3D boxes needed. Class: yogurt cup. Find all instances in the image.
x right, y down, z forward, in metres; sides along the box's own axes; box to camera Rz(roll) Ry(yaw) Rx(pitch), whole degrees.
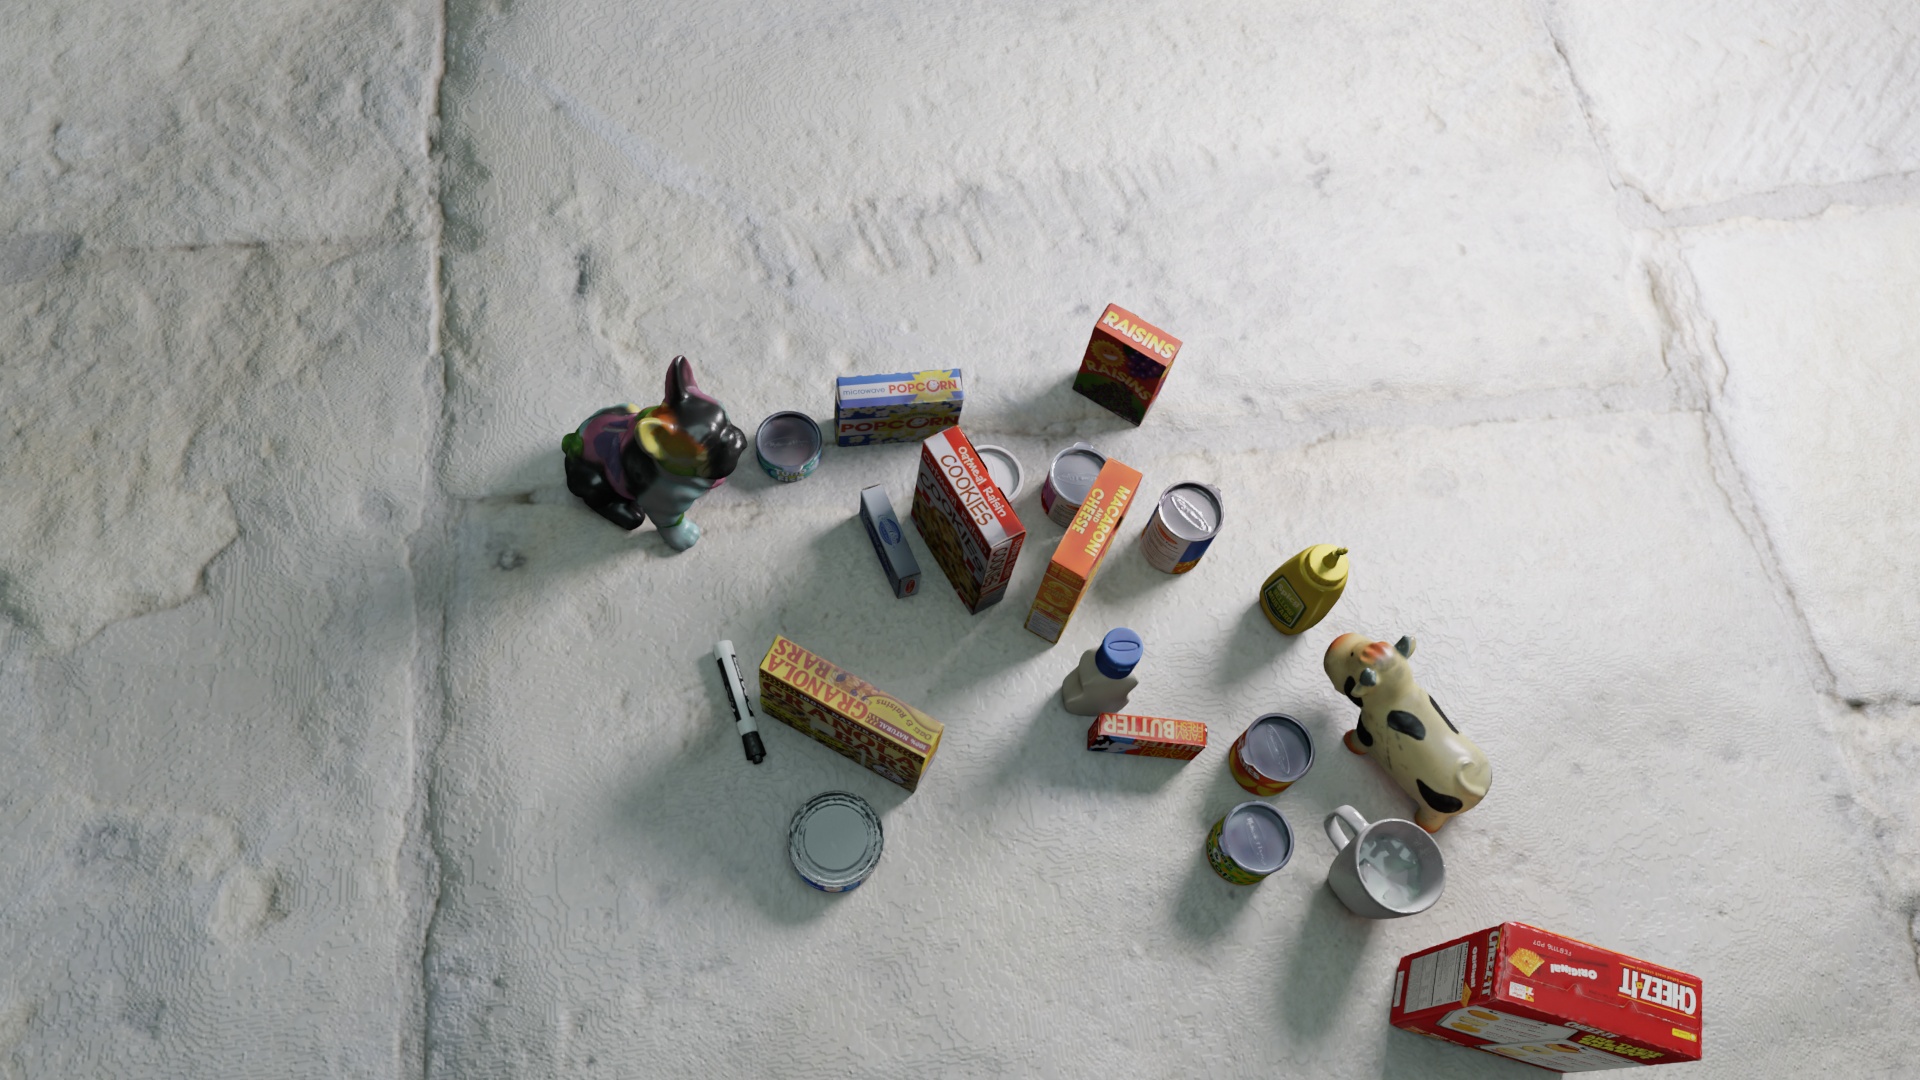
[{"bbox_3d":[0.026,-0.054,1.392,0.072,0.053,0.072,3,65,-5],"label":"yogurt cup"}]

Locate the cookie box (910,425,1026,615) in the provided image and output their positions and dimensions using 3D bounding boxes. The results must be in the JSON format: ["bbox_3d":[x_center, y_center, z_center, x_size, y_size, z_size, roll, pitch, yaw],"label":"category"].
[{"bbox_3d":[0.005,-0.016,1.309,0.040,0.166,0.123,-27,71,-17],"label":"cookie box"}]

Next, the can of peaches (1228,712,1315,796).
[{"bbox_3d":[0.289,0.202,1.301,0.071,0.057,0.071,3,65,-5],"label":"can of peaches"}]

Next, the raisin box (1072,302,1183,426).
[{"bbox_3d":[0.170,-0.180,1.428,0.086,0.123,0.040,31,66,8],"label":"raisin box"}]

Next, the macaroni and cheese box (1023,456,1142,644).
[{"bbox_3d":[0.115,0.013,1.309,0.040,0.165,0.124,28,66,6],"label":"macaroni and cheese box"}]

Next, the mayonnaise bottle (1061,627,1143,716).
[{"bbox_3d":[0.134,0.121,1.271,0.065,0.147,0.041,-1,66,-7],"label":"mayonnaise bottle"}]

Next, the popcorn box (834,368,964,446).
[{"bbox_3d":[-0.063,-0.134,1.401,0.127,0.085,0.038,-5,66,-9],"label":"popcorn box"}]

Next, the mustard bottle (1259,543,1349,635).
[{"bbox_3d":[0.334,0.039,1.326,0.049,0.159,0.065,-29,72,-18],"label":"mustard bottle"}]

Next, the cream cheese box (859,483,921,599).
[{"bbox_3d":[-0.070,0.001,1.355,0.024,0.053,0.104,-19,69,-15],"label":"cream cheese box"}]

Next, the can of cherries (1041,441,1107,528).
[{"bbox_3d":[0.118,-0.055,1.400,0.071,0.058,0.072,3,65,-5],"label":"can of cherries"}]

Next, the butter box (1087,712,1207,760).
[{"bbox_3d":[0.174,0.184,1.299,0.103,0.053,0.024,6,65,-4],"label":"butter box"}]

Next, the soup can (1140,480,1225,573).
[{"bbox_3d":[0.222,-0.014,1.379,0.071,0.083,0.071,3,65,-5],"label":"soup can"}]

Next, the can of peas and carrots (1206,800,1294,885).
[{"bbox_3d":[0.260,0.277,1.263,0.071,0.058,0.071,3,65,-5],"label":"can of peas and carrots"}]

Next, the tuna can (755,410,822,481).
[{"bbox_3d":[-0.172,-0.092,1.397,0.071,0.032,0.071,3,65,-5],"label":"tuna can"}]

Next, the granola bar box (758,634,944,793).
[{"bbox_3d":[-0.100,0.158,1.239,0.166,0.123,0.039,27,66,6],"label":"granola bar box"}]
